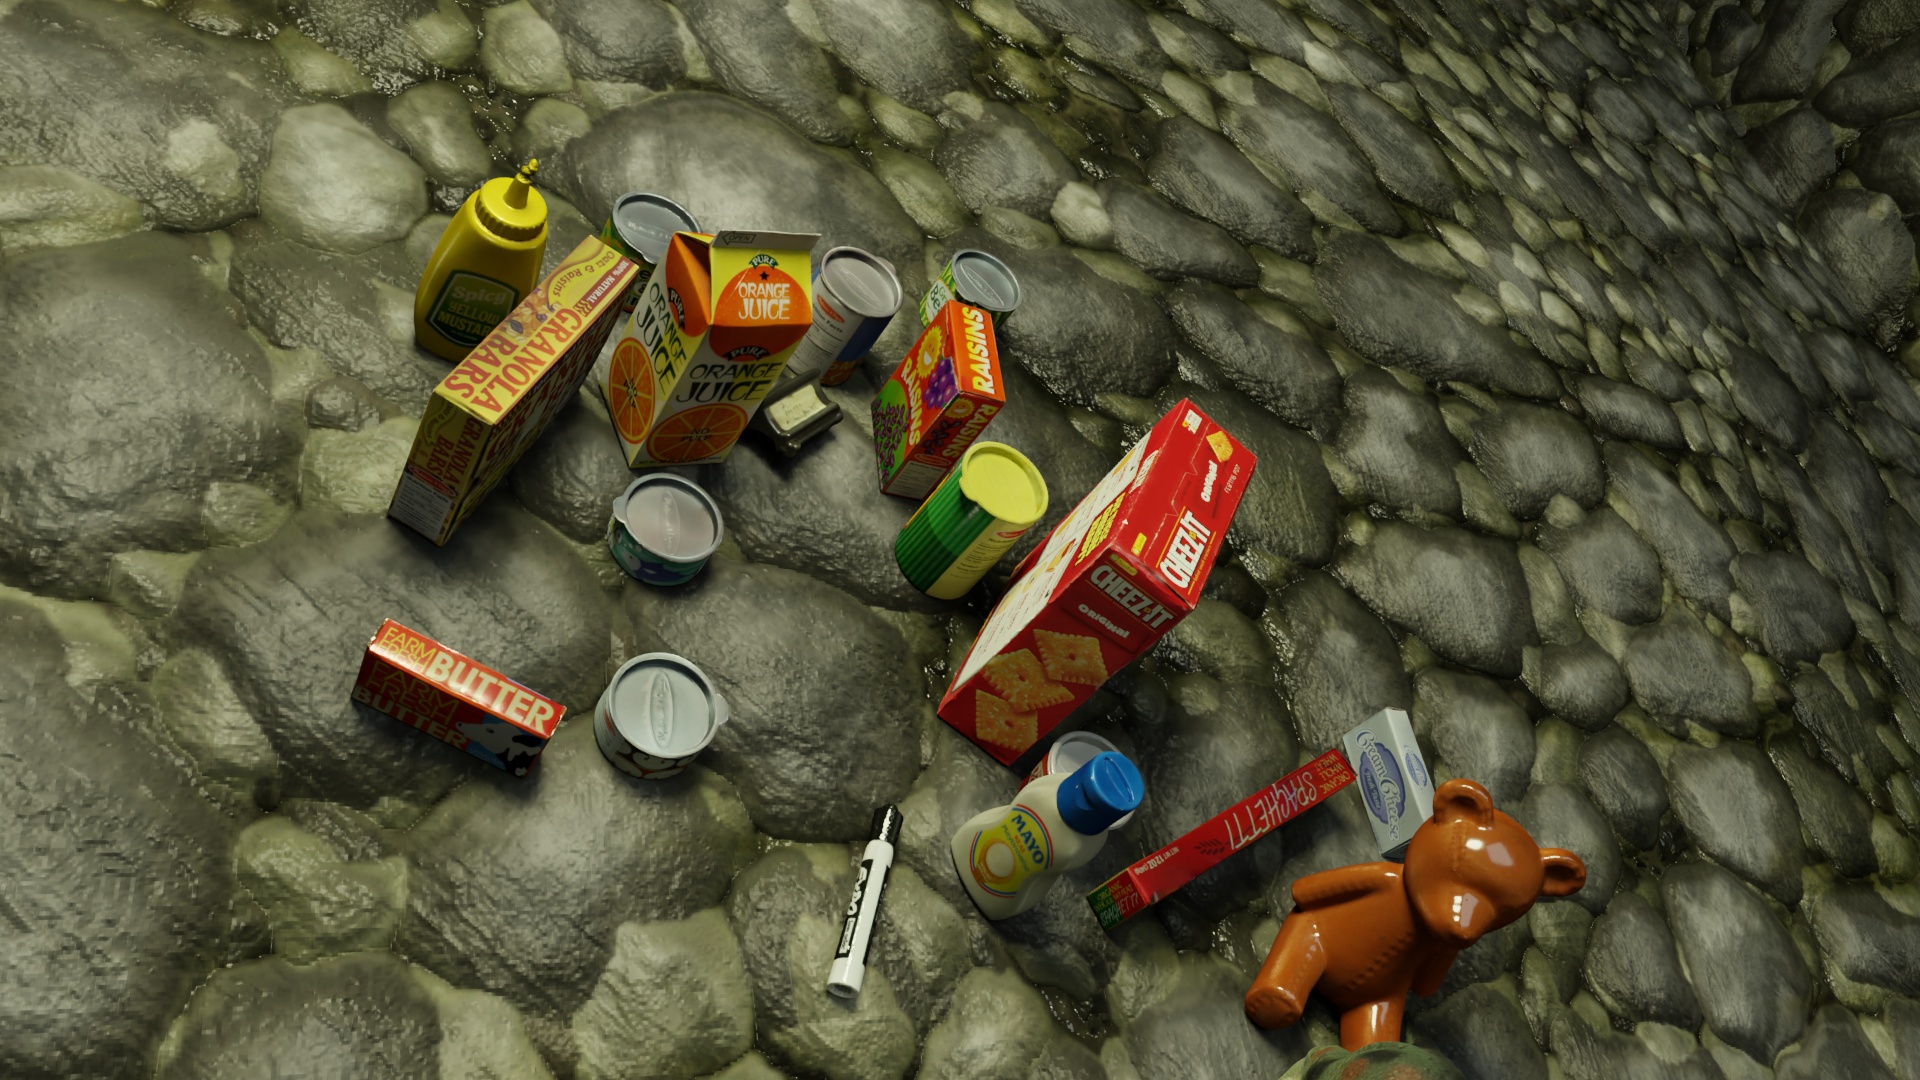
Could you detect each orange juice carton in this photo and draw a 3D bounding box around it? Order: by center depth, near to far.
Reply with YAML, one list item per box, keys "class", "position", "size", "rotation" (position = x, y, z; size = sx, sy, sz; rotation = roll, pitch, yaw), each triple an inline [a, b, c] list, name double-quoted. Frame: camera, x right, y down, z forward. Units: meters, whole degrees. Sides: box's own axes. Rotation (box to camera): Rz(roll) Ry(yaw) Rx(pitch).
- class: "orange juice carton"
  position: [-0.156, -0.129, 0.873]
  size: [0.072, 0.191, 0.073]
  rotation: [-6, 62, -38]

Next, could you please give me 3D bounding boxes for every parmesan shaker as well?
- class: "parmesan shaker"
  position: [0.003, -0.012, 0.958]
  size: [0.071, 0.102, 0.071]
  rotation: [19, 49, -23]

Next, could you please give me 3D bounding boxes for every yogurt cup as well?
- class: "yogurt cup"
  position: [0.074, 0.166, 0.907]
  size: [0.072, 0.053, 0.073]
  rotation: [19, 49, -23]

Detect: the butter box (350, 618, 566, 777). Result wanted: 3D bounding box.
- class: "butter box"
  position: [-0.265, 0.085, 0.732]
  size: [0.103, 0.053, 0.024]
  rotation: [30, 45, -13]

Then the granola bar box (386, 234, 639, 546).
- class: "granola bar box"
  position: [-0.261, -0.089, 0.818]
  size: [0.039, 0.123, 0.166]
  rotation: [34, 45, -9]

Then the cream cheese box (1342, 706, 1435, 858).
- class: "cream cheese box"
  position: [0.334, 0.187, 1.073]
  size: [0.024, 0.053, 0.104]
  rotation: [11, 52, -29]

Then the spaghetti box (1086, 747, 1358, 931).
- class: "spaghetti box"
  position: [0.187, 0.202, 0.961]
  size: [0.251, 0.050, 0.029]
  rotation: [-17, 68, -42]

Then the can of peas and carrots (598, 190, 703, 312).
- class: "can of peas and carrots"
  position: [-0.222, -0.200, 0.977]
  size: [0.071, 0.058, 0.071]
  rotation: [19, 49, -23]

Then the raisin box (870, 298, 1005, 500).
- class: "raisin box"
  position: [-0.019, -0.099, 0.995]
  size: [0.040, 0.122, 0.086]
  rotation: [13, 51, -27]

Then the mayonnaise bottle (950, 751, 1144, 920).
- class: "mayonnaise bottle"
  position: [0.051, 0.171, 0.819]
  size: [0.041, 0.147, 0.065]
  rotation: [-14, 67, -41]

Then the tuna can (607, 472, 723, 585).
- class: "tuna can"
  position: [-0.188, -0.007, 0.871]
  size: [0.071, 0.032, 0.071]
  rotation: [19, 49, -23]

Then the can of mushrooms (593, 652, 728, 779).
- class: "can of mushrooms"
  position: [-0.172, 0.102, 0.798]
  size: [0.071, 0.033, 0.071]
  rotation: [19, 49, -23]

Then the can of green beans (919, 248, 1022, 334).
- class: "can of green beans"
  position: [0.008, -0.195, 1.134]
  size: [0.071, 0.057, 0.071]
  rotation: [19, 49, -23]

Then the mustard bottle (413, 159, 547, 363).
- class: "mustard bottle"
  position: [-0.284, -0.171, 0.838]
  size: [0.065, 0.159, 0.049]
  rotation: [15, 50, -26]

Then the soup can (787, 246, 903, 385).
- class: "soup can"
  position: [-0.088, -0.165, 1.025]
  size: [0.071, 0.083, 0.072]
  rotation: [19, 49, -23]
